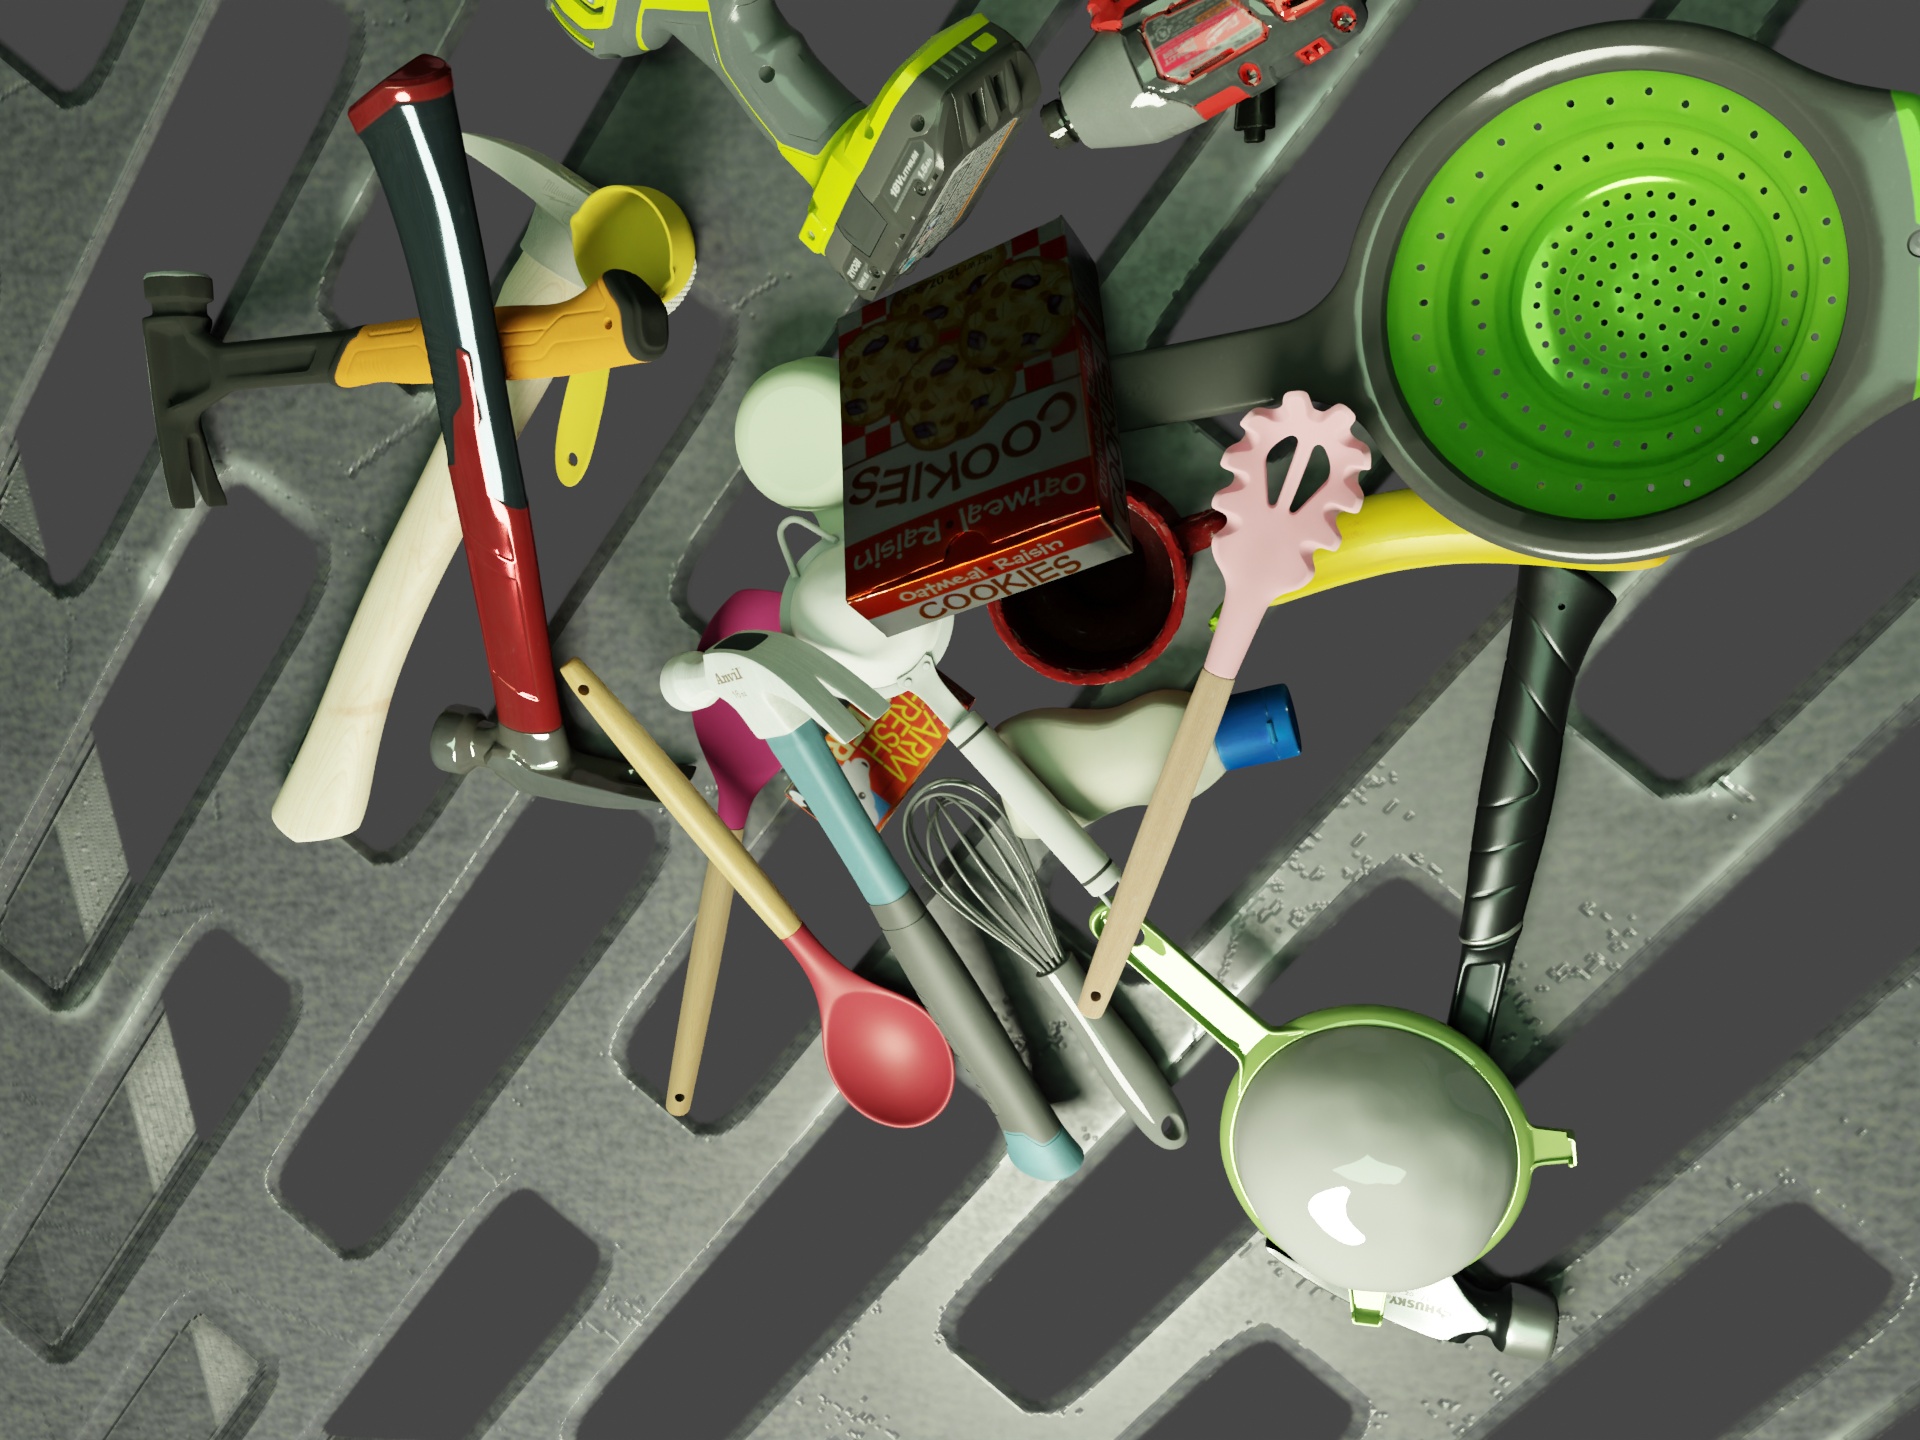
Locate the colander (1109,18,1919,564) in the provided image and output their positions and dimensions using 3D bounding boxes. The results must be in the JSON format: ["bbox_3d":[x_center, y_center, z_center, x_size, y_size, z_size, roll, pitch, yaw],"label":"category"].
[{"bbox_3d":[0.202,-0.168,0.697,0.397,0.094,0.204,-3,103,34],"label":"colander"}]

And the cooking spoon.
[{"bbox_3d":[-0.131,0.080,0.873,0.068,0.017,0.318,8,109,-13],"label":"cooking spoon"}]

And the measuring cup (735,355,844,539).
[{"bbox_3d":[-0.069,-0.098,0.801,0.083,0.038,0.167,-5,101,16],"label":"measuring cup"}]

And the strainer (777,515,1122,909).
[{"bbox_3d":[-0.001,-0.002,0.767,0.087,0.050,0.258,-42,92,4],"label":"strainer"}]

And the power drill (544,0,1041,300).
[{"bbox_3d":[-0.081,-0.309,0.694,0.223,0.080,0.171,43,151,-2],"label":"power drill"}]

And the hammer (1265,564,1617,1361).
[{"bbox_3d":[0.250,0.119,0.777,0.149,0.036,0.408,10,106,13],"label":"hammer"}]

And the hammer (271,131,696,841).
[{"bbox_3d":[-0.294,-0.107,0.860,0.146,0.038,0.410,34,110,6],"label":"hammer"}]

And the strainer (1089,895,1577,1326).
[{"bbox_3d":[0.157,0.183,0.765,0.256,0.069,0.151,42,111,2],"label":"strainer"}]

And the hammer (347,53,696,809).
[{"bbox_3d":[-0.210,-0.111,0.755,0.143,0.038,0.386,10,131,9],"label":"hammer"}]

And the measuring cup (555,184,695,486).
[{"bbox_3d":[-0.169,-0.185,0.775,0.062,0.029,0.156,32,122,13],"label":"measuring cup"}]

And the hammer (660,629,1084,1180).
[{"bbox_3d":[-0.030,0.099,0.806,0.128,0.033,0.331,-11,114,50],"label":"hammer"}]

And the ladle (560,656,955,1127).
[{"bbox_3d":[-0.106,0.092,0.834,0.069,0.031,0.315,-33,108,10],"label":"ladle"}]

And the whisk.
[{"bbox_3d":[0.048,0.130,0.827,0.055,0.055,0.239,-33,98,20],"label":"whisk"}]

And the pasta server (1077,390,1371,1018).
[{"bbox_3d":[0.106,0.005,0.716,0.060,0.040,0.316,21,111,9],"label":"pasta server"}]

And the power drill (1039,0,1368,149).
[{"bbox_3d":[0.066,-0.358,0.668,0.143,0.078,0.219,-22,96,26],"label":"power drill"}]

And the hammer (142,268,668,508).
[{"bbox_3d":[-0.287,-0.176,0.798,0.337,0.034,0.127,2,99,28],"label":"hammer"}]
